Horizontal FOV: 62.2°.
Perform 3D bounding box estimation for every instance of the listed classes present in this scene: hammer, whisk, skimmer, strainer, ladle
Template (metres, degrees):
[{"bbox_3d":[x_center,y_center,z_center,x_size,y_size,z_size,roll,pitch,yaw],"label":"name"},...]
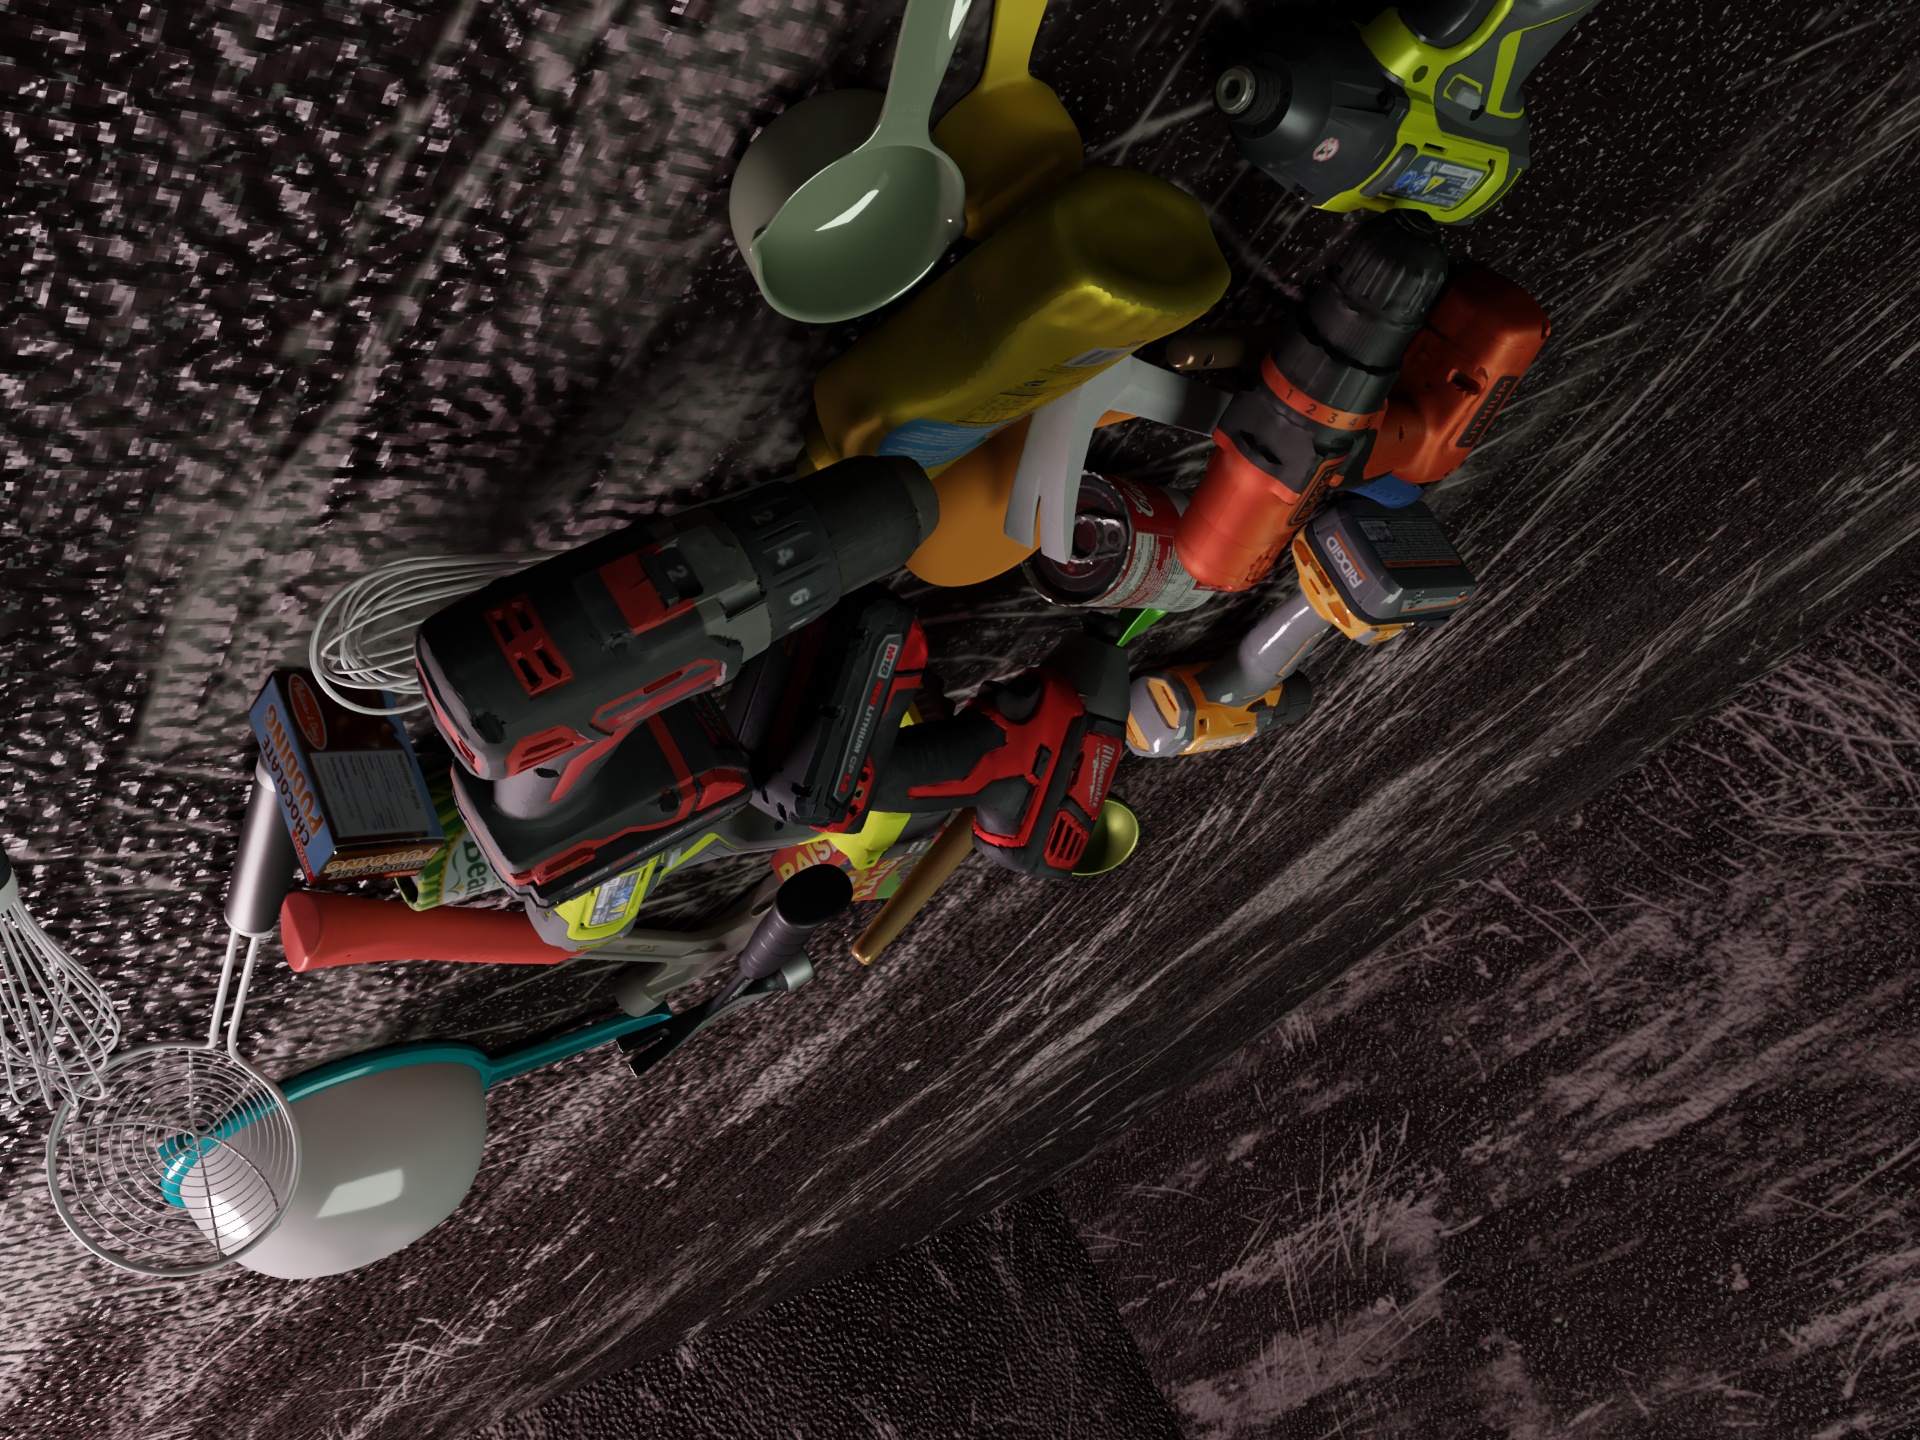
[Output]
[{"bbox_3d":[0.152,-0.139,0.796,0.405,0.035,0.144,-2,118,-56],"label":"hammer"},{"bbox_3d":[-0.128,0.149,0.967,0.149,0.036,0.409,-29,172,-22],"label":"hammer"},{"bbox_3d":[-0.384,0.082,0.637,0.070,0.070,0.284,-16,149,-30],"label":"whisk"},{"bbox_3d":[-0.137,-0.062,0.638,0.246,0.058,0.059,-23,125,-27],"label":"whisk"},{"bbox_3d":[-0.359,0.149,0.756,0.127,0.090,0.363,25,132,-10],"label":"skimmer"},{"bbox_3d":[-0.342,0.285,1.067,0.340,0.095,0.211,-17,155,-25],"label":"strainer"},{"bbox_3d":[-0.237,0.122,0.924,0.149,0.037,0.358,-36,158,15],"label":"hammer"},{"bbox_3d":[0.048,0.071,1.105,0.078,0.062,0.320,-33,162,17],"label":"ladle"}]

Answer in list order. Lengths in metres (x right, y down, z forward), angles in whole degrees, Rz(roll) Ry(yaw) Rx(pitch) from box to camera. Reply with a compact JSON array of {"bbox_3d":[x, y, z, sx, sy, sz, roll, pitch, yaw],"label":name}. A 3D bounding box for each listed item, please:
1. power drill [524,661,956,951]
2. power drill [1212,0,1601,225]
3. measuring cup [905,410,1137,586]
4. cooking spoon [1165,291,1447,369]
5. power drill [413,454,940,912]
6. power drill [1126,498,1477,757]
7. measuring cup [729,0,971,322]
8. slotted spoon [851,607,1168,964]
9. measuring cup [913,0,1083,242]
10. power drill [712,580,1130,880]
[{"bbox_3d":[-0.111,0.034,0.839,0.228,0.080,0.190,-13,153,-30],"label":"power drill"},{"bbox_3d":[0.201,-0.274,0.559,0.171,0.080,0.223,-9,153,-43],"label":"power drill"},{"bbox_3d":[0.044,-0.115,0.734,0.173,0.052,0.095,-20,156,-18],"label":"measuring cup"},{"bbox_3d":[0.184,-0.182,0.751,0.319,0.017,0.068,-20,149,-49],"label":"cooking spoon"},{"bbox_3d":[-0.111,-0.017,0.611,0.188,0.080,0.226,-28,171,-23],"label":"power drill"},{"bbox_3d":[0.234,-0.053,1.076,0.185,0.084,0.226,-7,153,-45],"label":"power drill"},{"bbox_3d":[-0.026,-0.198,0.493,0.083,0.038,0.167,-16,152,-31],"label":"measuring cup"},{"bbox_3d":[0.043,0.015,0.910,0.314,0.031,0.070,-49,174,-15],"label":"slotted spoon"},{"bbox_3d":[0.024,-0.217,0.518,0.062,0.029,0.156,-22,159,-19],"label":"measuring cup"},{"bbox_3d":[-0.001,-0.003,0.783,0.219,0.079,0.143,14,98,-44],"label":"power drill"}]
